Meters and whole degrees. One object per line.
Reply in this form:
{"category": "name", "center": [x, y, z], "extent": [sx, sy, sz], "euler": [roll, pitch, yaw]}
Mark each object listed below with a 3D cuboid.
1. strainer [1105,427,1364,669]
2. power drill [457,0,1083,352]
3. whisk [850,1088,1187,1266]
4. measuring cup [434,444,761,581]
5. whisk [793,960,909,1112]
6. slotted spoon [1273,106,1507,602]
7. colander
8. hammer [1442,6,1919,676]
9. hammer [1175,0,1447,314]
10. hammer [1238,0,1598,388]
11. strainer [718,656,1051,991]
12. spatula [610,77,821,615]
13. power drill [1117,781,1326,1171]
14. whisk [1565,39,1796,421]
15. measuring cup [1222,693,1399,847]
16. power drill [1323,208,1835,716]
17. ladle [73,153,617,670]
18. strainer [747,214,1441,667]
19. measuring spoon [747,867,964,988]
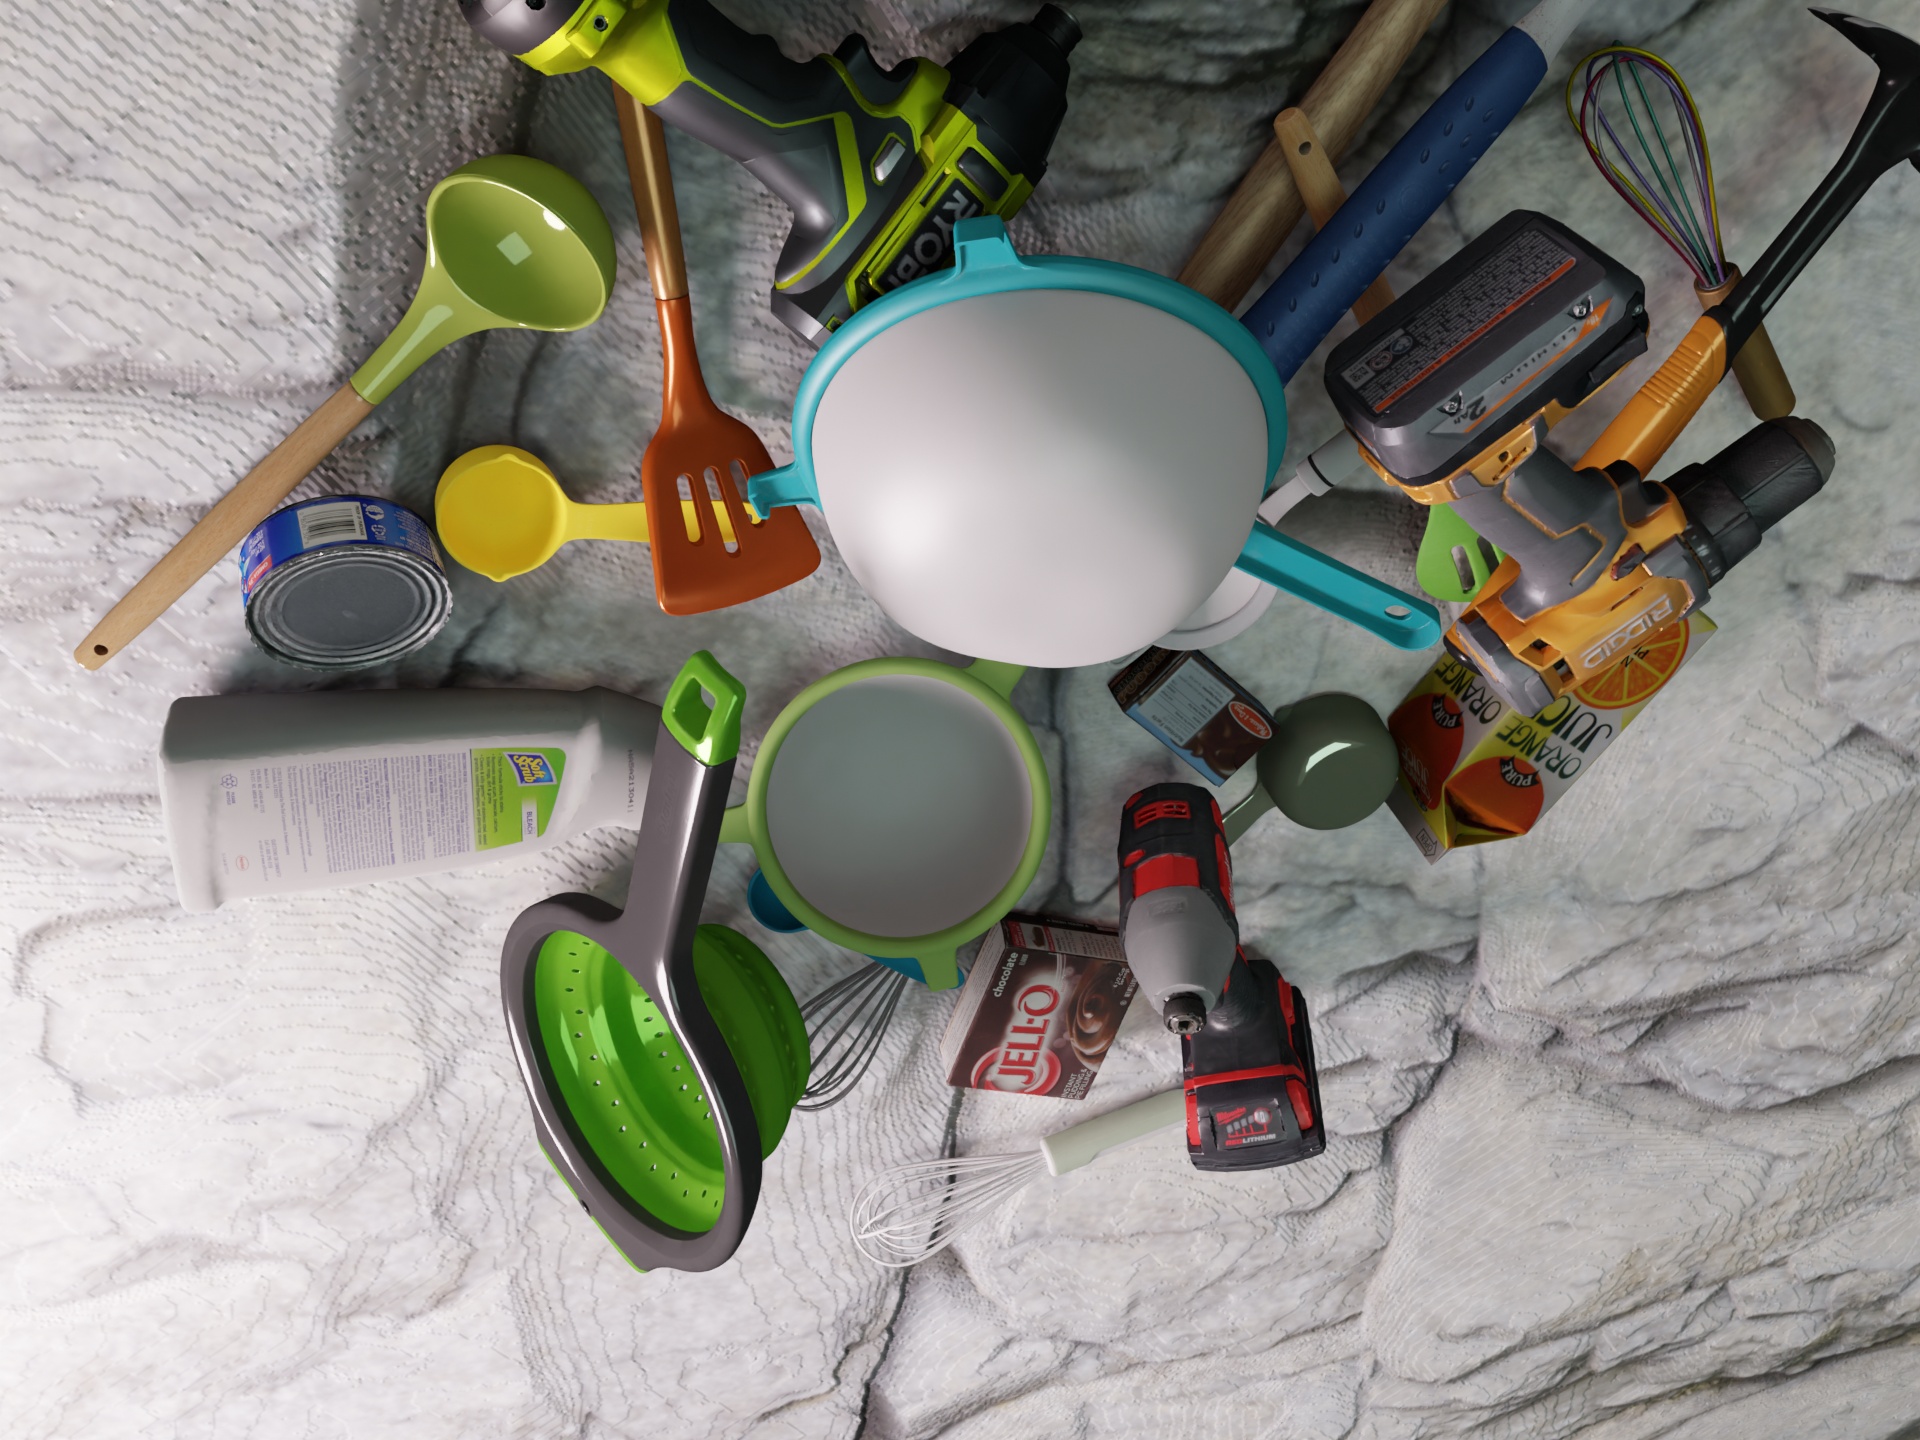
{"category": "strainer", "center": [0.165, -0.113, 0.766], "extent": [0.086, 0.050, 0.258], "euler": [35, 122, -30]}
{"category": "power drill", "center": [-0.063, -0.261, 0.612], "extent": [0.223, 0.080, 0.171], "euler": [35, 96, -38]}
{"category": "whisk", "center": [0.048, 0.280, 1.003], "extent": [0.246, 0.059, 0.057], "euler": [-19, 162, -7]}
{"category": "measuring cup", "center": [-0.162, -0.098, 0.734], "extent": [0.156, 0.029, 0.062], "euler": [-3, 122, -27]}
{"category": "whisk", "center": [-0.032, 0.129, 0.892], "extent": [0.055, 0.055, 0.239], "euler": [33, 104, -29]}
{"category": "slotted spoon", "center": [0.214, -0.159, 0.762], "extent": [0.070, 0.031, 0.313], "euler": [-33, 129, 9]}
{"category": "colander", "center": [-0.124, 0.113, 0.779], "extent": [0.094, 0.205, 0.396], "euler": [-24, 146, -40]}
{"category": "hammer", "center": [0.342, -0.162, 0.765], "extent": [0.127, 0.034, 0.336], "euler": [17, 117, -34]}
{"category": "hammer", "center": [0.160, -0.258, 0.708], "extent": [0.130, 0.031, 0.331], "euler": [25, 112, -26]}
{"category": "hammer", "center": [0.239, -0.291, 0.657], "extent": [0.144, 0.035, 0.405], "euler": [35, 100, -36]}
{"category": "strainer", "center": [-0.001, -0.003, 0.812], "extent": [0.151, 0.069, 0.256], "euler": [35, 92, -6]}
{"category": "spatula", "center": [-0.121, -0.200, 0.665], "extent": [0.081, 0.041, 0.322], "euler": [-20, 124, -21]}
{"category": "power drill", "center": [0.140, 0.152, 0.878], "extent": [0.078, 0.143, 0.219], "euler": [-13, 133, 15]}
{"category": "whisk", "center": [0.357, -0.232, 0.775], "extent": [0.047, 0.051, 0.244], "euler": [-26, 131, 28]}
{"category": "measuring cup", "center": [0.175, 0.056, 0.900], "extent": [0.167, 0.038, 0.083], "euler": [-43, 122, 13]}
{"category": "power drill", "center": [0.282, -0.118, 0.705], "extent": [0.185, 0.084, 0.226], "euler": [-37, 131, 12]}
{"category": "ladle", "center": [-0.271, -0.117, 0.671], "extent": [0.320, 0.062, 0.078], "euler": [-38, 123, 13]}
{"category": "strainer", "center": [0.086, -0.064, 0.690], "extent": [0.340, 0.095, 0.211], "euler": [20, 144, -26]}
{"category": "measuring spoon", "center": [-0.055, 0.112, 0.866], "extent": [0.128, 0.021, 0.042], "euler": [27, 102, -5]}
